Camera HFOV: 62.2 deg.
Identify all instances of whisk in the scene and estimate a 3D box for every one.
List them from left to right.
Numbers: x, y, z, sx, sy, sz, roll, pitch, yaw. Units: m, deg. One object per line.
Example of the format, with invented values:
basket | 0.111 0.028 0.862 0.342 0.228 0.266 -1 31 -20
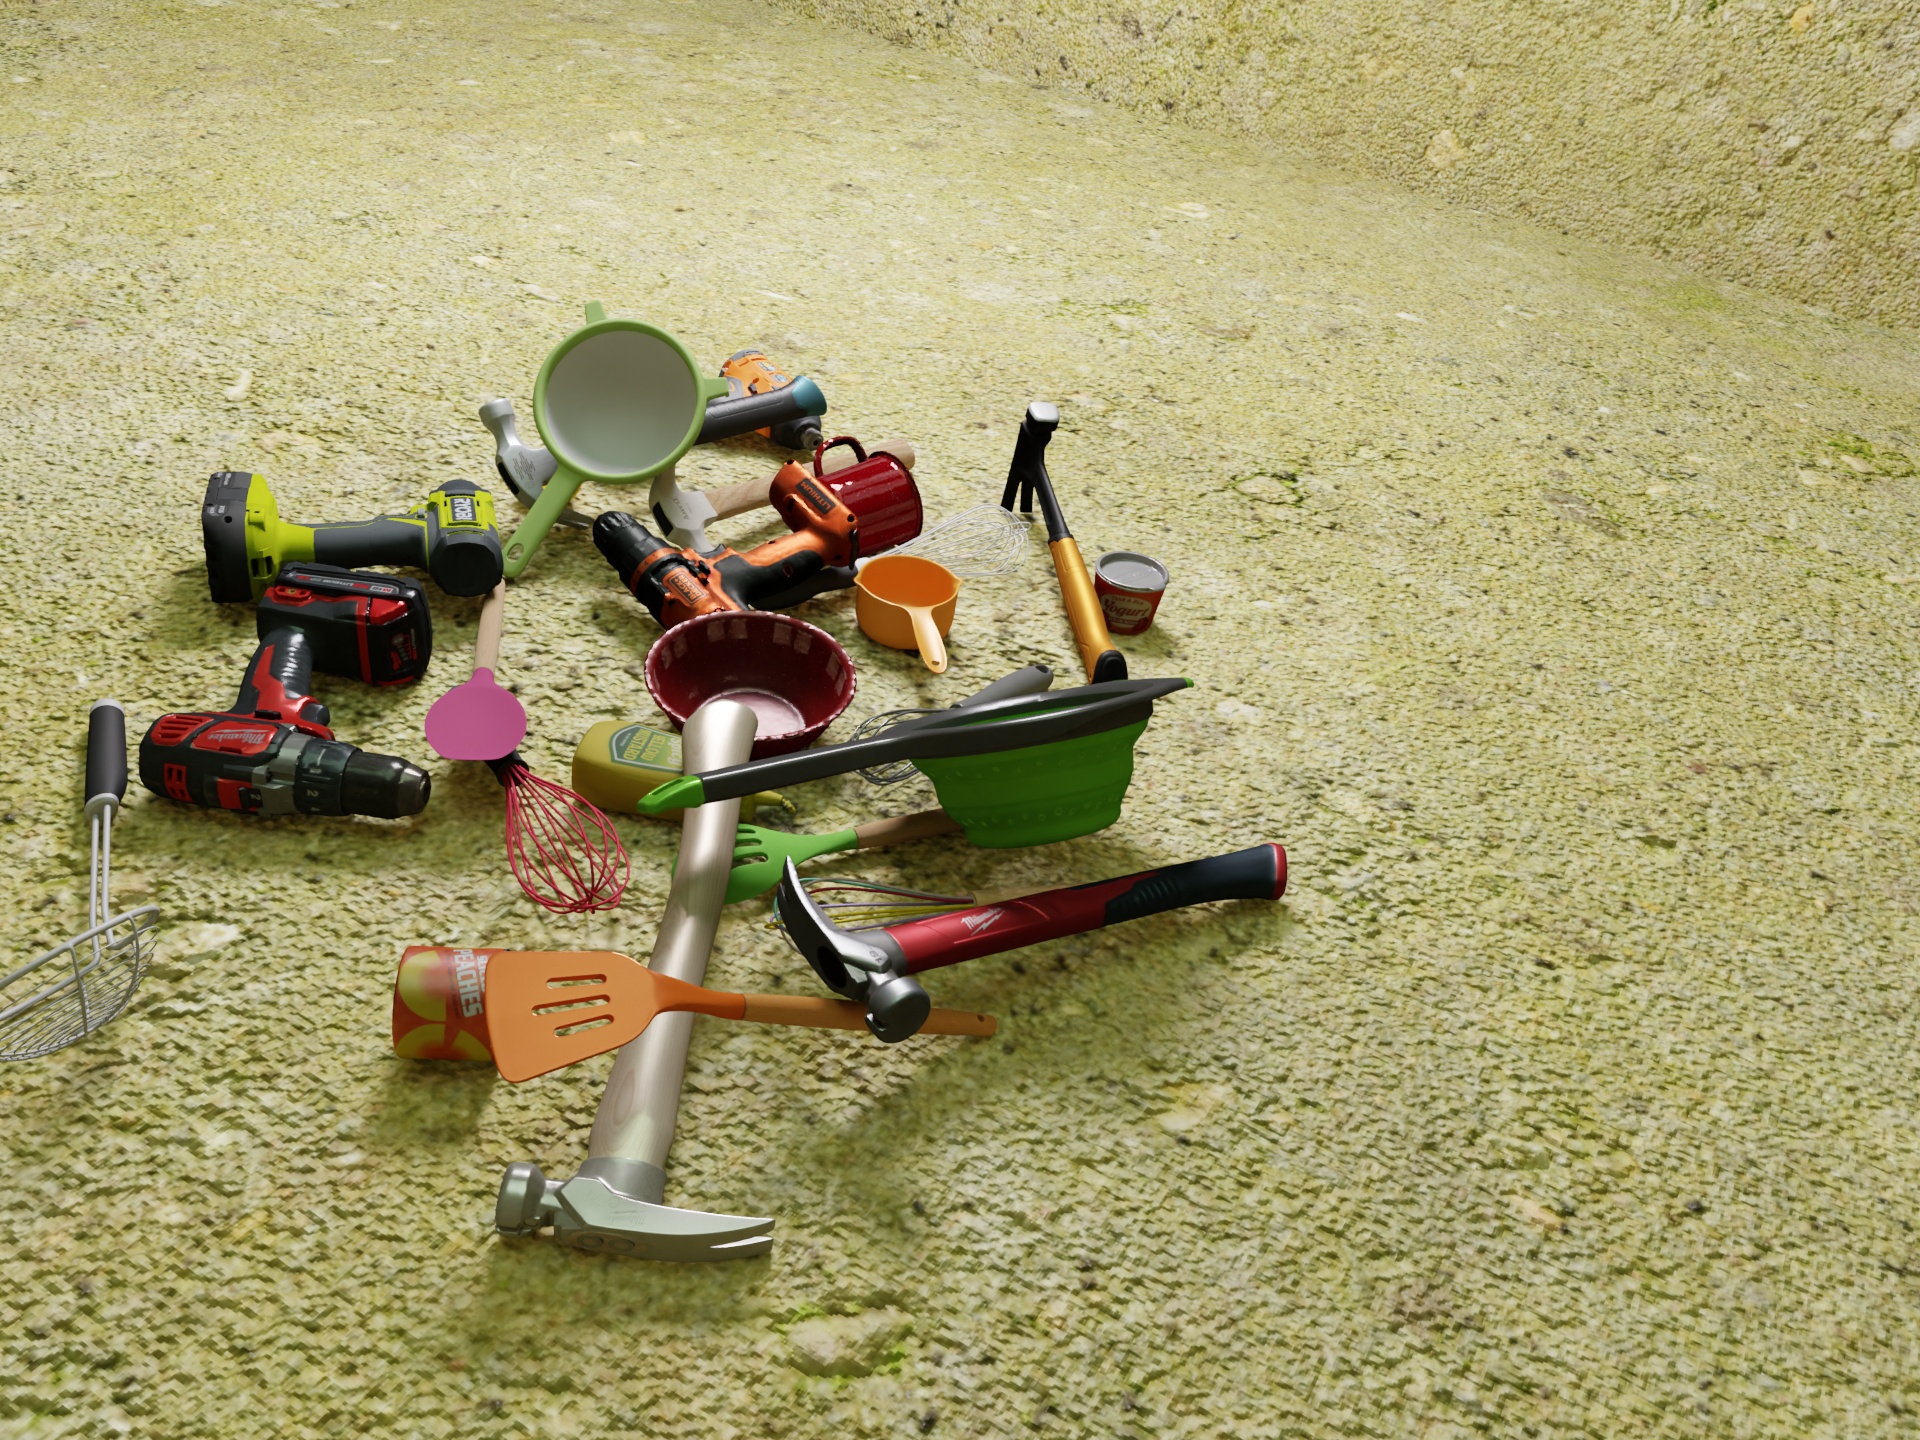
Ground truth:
whisk | -0.306 0.046 1.107 0.073 0.073 0.296 -14 35 -29
whisk | -0.060 -0.141 1.427 0.284 0.070 0.070 -17 43 -25
whisk | -0.014 0.127 1.075 0.245 0.047 0.051 -2 48 -23
whisk | -0.003 -0.004 1.258 0.055 0.055 0.239 32 37 29

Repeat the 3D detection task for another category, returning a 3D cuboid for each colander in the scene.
colander | -0.019 0.050 1.077 0.397 0.094 0.204 -12 5 -27

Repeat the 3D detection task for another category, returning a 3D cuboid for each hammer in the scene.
hammer | -0.272 -0.270 1.489 0.331 0.128 0.033 -22 2 -31
hammer | -0.161 0.137 0.983 0.146 0.038 0.411 9 43 -4
hammer | -0.160 -0.226 1.511 0.331 0.031 0.130 -26 80 -47
hammer | 0.068 0.116 1.056 0.386 0.038 0.143 -7 36 -37
hammer | 0.094 -0.141 1.443 0.034 0.127 0.337 1 46 -15

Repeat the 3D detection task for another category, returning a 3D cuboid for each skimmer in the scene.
skimmer | -0.553 0.072 0.980 0.127 0.090 0.364 -34 41 0

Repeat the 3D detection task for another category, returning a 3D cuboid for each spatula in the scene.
spatula | -0.111 0.172 0.919 0.322 0.041 0.081 12 41 -36

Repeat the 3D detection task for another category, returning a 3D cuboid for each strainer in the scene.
strainer | -0.323 -0.229 1.400 0.151 0.256 0.069 32 -7 4

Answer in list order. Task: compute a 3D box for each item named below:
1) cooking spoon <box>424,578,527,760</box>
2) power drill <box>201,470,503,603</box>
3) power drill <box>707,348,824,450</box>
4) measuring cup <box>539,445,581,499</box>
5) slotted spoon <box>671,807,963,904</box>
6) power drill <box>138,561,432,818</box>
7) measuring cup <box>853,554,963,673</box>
cooking spoon | -0.361 -0.044 1.209 0.068 0.017 0.319 1 27 -13
power drill | -0.500 -0.157 1.321 0.223 0.080 0.171 -3 30 -19
power drill | -0.254 -0.308 1.595 0.226 0.084 0.164 -13 42 -34
measuring cup | -0.367 -0.266 1.498 0.062 0.029 0.157 10 61 10
slotted spoon | -0.054 0.079 1.143 0.313 0.031 0.070 -9 44 -27
power drill | -0.449 -0.014 1.141 0.188 0.080 0.227 8 38 -1
measuring cup | -0.038 -0.074 1.339 0.095 0.052 0.174 -1 38 -15
